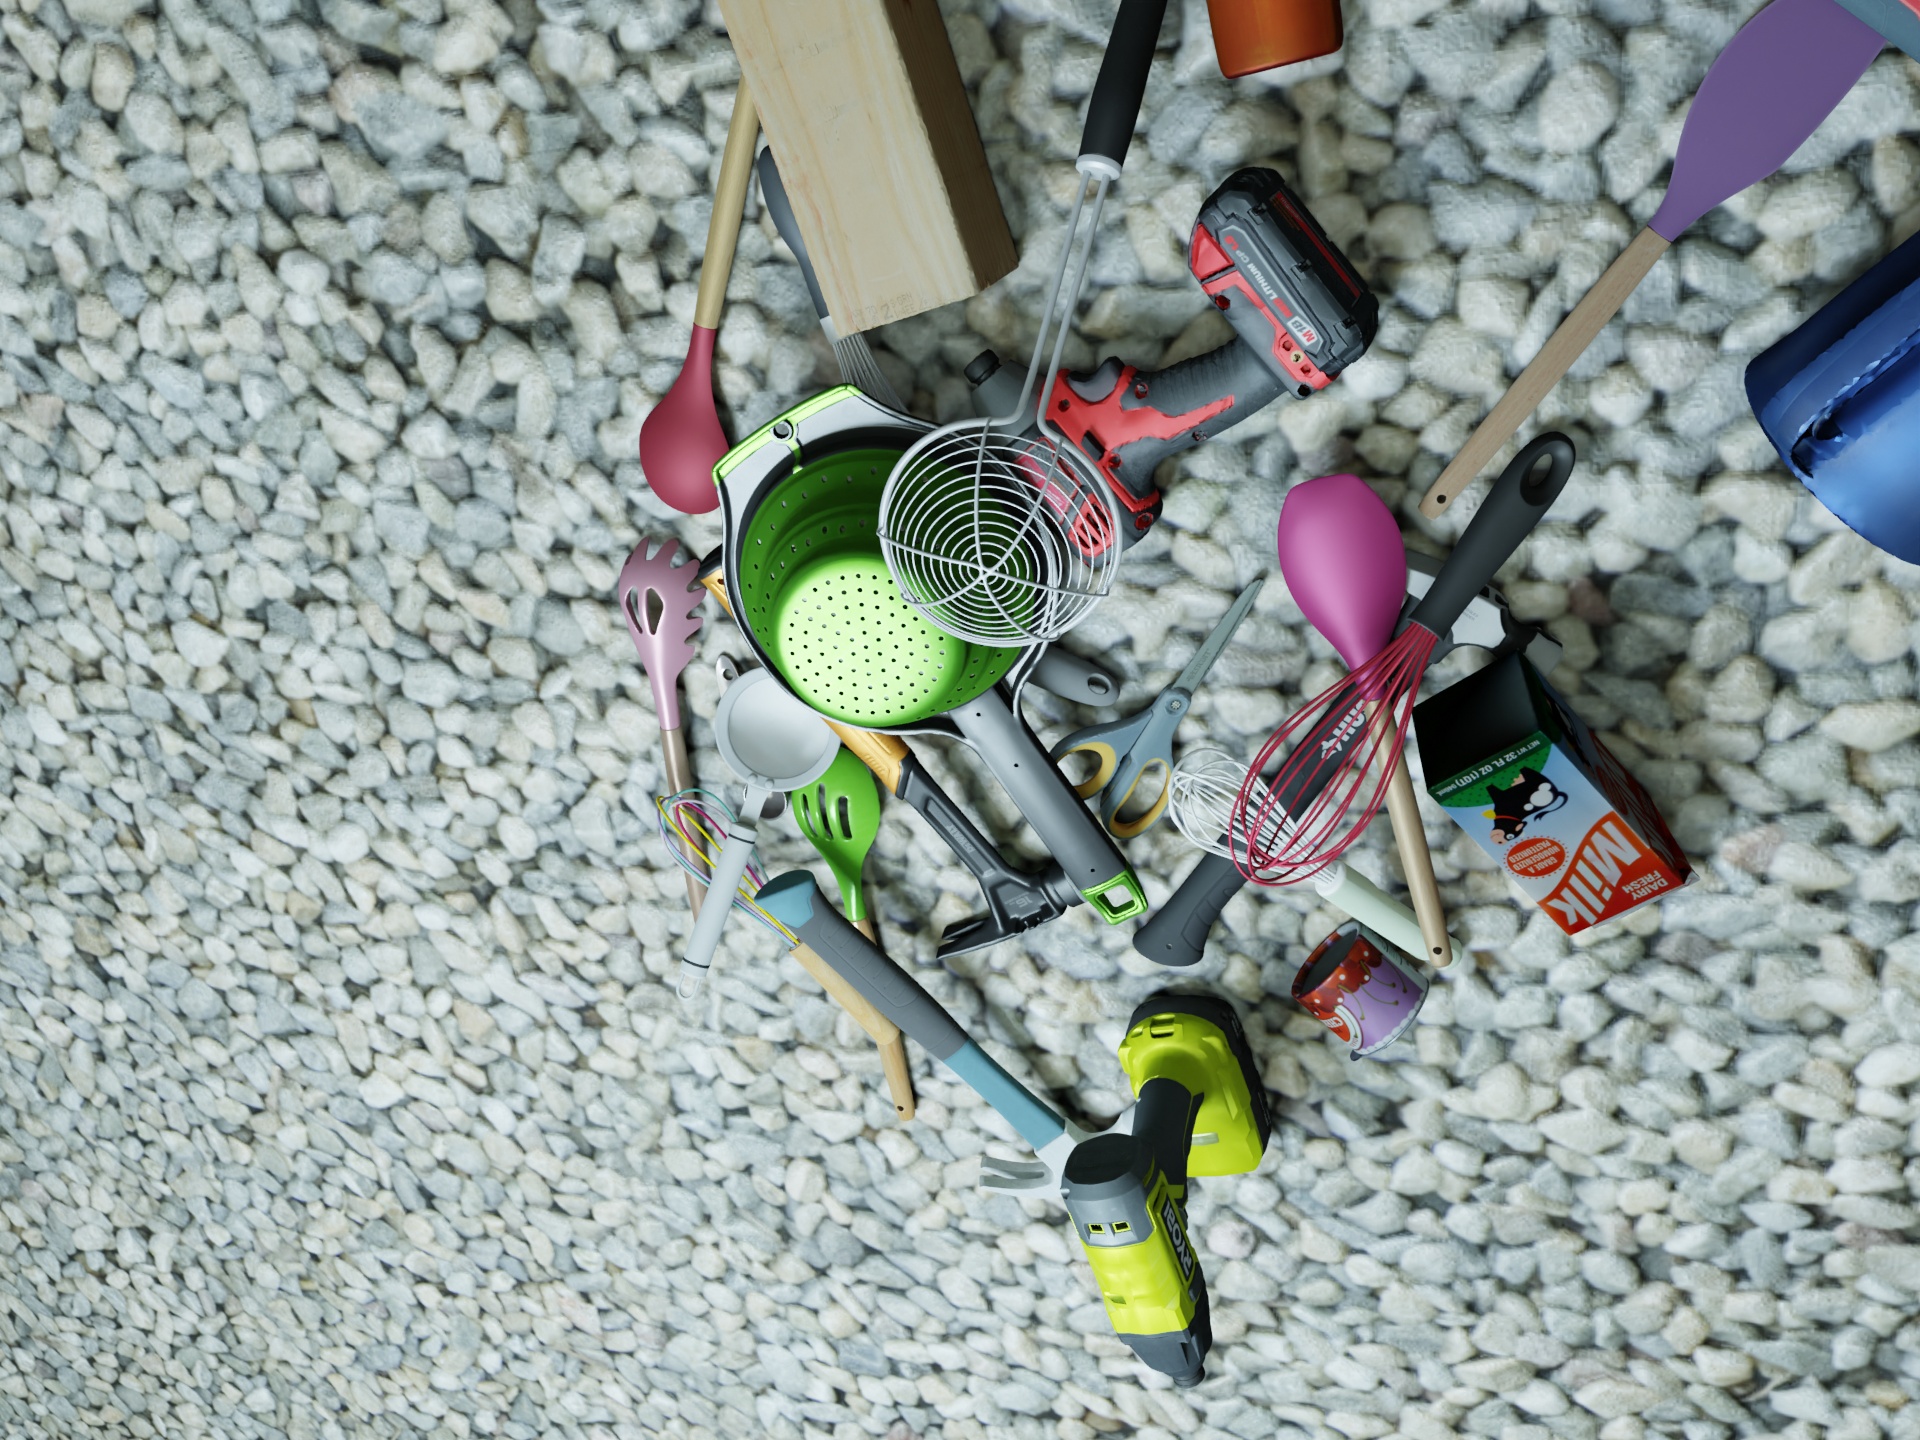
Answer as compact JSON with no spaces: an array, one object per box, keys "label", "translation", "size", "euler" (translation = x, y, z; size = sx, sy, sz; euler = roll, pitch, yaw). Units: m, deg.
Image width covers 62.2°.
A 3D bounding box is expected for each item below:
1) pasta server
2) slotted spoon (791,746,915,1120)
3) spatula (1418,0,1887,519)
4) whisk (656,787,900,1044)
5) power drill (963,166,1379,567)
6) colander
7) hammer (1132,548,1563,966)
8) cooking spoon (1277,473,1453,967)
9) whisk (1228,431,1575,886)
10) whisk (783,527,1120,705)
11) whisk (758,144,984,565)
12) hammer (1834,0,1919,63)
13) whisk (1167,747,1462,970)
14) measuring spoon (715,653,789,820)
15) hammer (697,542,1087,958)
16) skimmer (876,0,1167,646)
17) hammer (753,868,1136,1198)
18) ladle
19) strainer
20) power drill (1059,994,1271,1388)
[{"label":"pasta server","translation":[-0.199,0.023,1.136],"size":[0.060,0.040,0.316],"euler":[6,121,17]},{"label":"slotted spoon","translation":[-0.068,0.164,1.155],"size":[0.070,0.031,0.313],"euler":[1,117,25]},{"label":"spatula","translation":[0.339,-0.229,0.817],"size":[0.060,0.018,0.315],"euler":[34,120,-1]},{"label":"whisk","translation":[-0.129,0.140,1.134],"size":[0.245,0.051,0.047],"euler":[48,155,-12]},{"label":"power drill","translation":[0.108,-0.196,0.887],"size":[0.219,0.078,0.143],"euler":[-37,98,33]},{"label":"colander","translation":[-0.001,-0.003,0.942],"size":[0.204,0.095,0.396],"euler":[-28,113,21]},{"label":"hammer","translation":[0.205,0.036,0.987],"size":[0.146,0.035,0.334],"euler":[34,122,1]},{"label":"cooking spoon","translation":[0.248,0.008,0.927],"size":[0.069,0.017,0.318],"euler":[-11,111,22]},{"label":"whisk","translation":[0.243,-0.033,0.872],"size":[0.073,0.073,0.296],"euler":[35,94,1]},{"label":"whisk","translation":[-0.009,-0.063,1.013],"size":[0.239,0.055,0.055],"euler":[23,121,2]},{"label":"whisk","translation":[-0.059,-0.207,0.956],"size":[0.070,0.070,0.284],"euler":[-16,103,26]},{"label":"hammer","translation":[0.394,-0.331,0.721],"size":[0.386,0.038,0.143],"euler":[36,106,-2]},{"label":"whisk","translation":[0.220,0.091,0.968],"size":[0.246,0.059,0.058],"euler":[32,160,-22]},{"label":"measuring spoon","translation":[-0.147,0.011,1.118],"size":[0.034,0.018,0.124],"euler":[-9,105,26]},{"label":"hammer","translation":[-0.058,0.021,1.043],"size":[0.127,0.034,0.336],"euler":[-28,113,29]},{"label":"skimmer","translation":[0.054,-0.219,0.830],"size":[0.127,0.090,0.363],"euler":[15,83,3]},{"label":"hammer","translation":[-0.013,0.220,1.120],"size":[0.128,0.033,0.331],"euler":[-40,106,19]},{"label":"ladle","translation":[-0.150,-0.267,0.974],"size":[0.069,0.031,0.315],"euler":[22,119,9]},{"label":"strainer","translation":[-0.146,0.068,1.082],"size":[0.087,0.050,0.258],"euler":[20,90,2]},{"label":"power drill","translation":[0.138,0.297,1.029],"size":[0.080,0.223,0.171],"euler":[-13,110,25]}]
